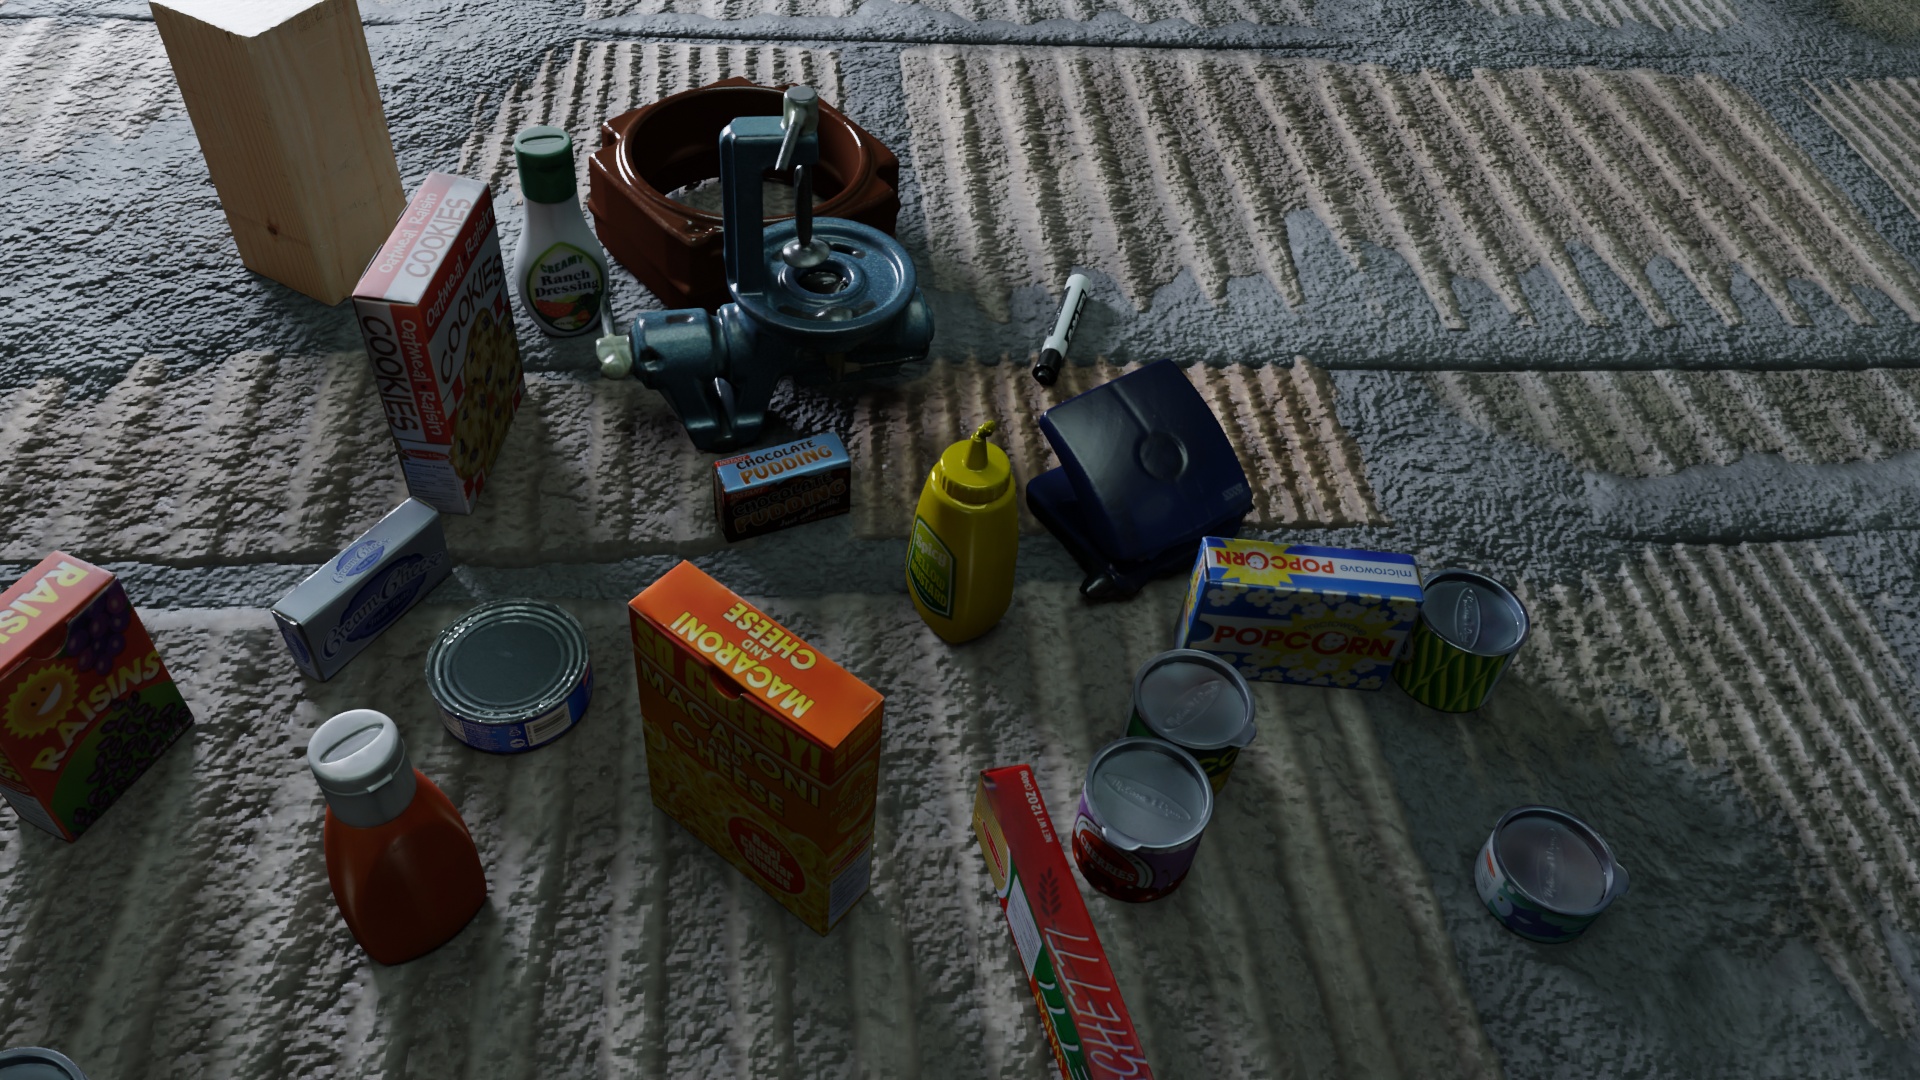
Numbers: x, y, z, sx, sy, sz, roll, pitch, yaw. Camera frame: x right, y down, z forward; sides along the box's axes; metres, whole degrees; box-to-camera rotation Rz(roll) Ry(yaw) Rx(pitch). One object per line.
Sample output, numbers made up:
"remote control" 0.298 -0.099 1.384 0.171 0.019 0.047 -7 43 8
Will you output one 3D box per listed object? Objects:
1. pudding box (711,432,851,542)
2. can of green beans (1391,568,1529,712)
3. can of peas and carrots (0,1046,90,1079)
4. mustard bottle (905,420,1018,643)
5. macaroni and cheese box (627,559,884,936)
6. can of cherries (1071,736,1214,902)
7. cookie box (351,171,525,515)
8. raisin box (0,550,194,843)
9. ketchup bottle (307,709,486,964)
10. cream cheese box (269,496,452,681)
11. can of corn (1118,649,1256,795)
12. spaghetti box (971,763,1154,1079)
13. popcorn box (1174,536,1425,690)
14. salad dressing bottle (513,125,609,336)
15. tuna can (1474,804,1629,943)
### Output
"pudding box" -0.112 -0.034 0.873 0.084 0.049 0.030 -16 51 -20
"can of green beans" 0.296 0.060 0.829 0.071 0.057 0.071 3 47 -4
"can of peas and carrots" -0.385 0.253 0.568 0.071 0.058 0.071 3 47 -4
"mustard bottle" 0.003 -0.010 0.789 0.049 0.159 0.065 -25 55 -27
"macaroni and cheese box" -0.098 0.104 0.667 0.124 0.165 0.040 32 52 21
"can of cherries" 0.092 0.147 0.723 0.071 0.058 0.072 3 47 -4
"cookie box" -0.313 -0.118 0.847 0.040 0.166 0.123 7 47 -1
"raisin box" -0.439 0.078 0.680 0.040 0.122 0.086 21 48 12
"ketchup bottle" -0.259 0.135 0.632 0.043 0.148 0.065 38 54 26
"cream cheese box" -0.336 0.027 0.787 0.024 0.053 0.104 26 50 17
"can of corn" 0.125 0.105 0.766 0.071 0.058 0.071 3 47 -4
"spaghetti box" 0.057 0.222 0.655 0.029 0.049 0.251 -10 49 -15
"popcorn box" 0.196 0.044 0.813 0.127 0.084 0.038 5 47 -2
"salad dressing bottle" -0.277 -0.209 0.950 0.064 0.146 0.044 -13 50 -18
"tuna can" 0.313 0.178 0.738 0.071 0.032 0.071 3 47 -4
